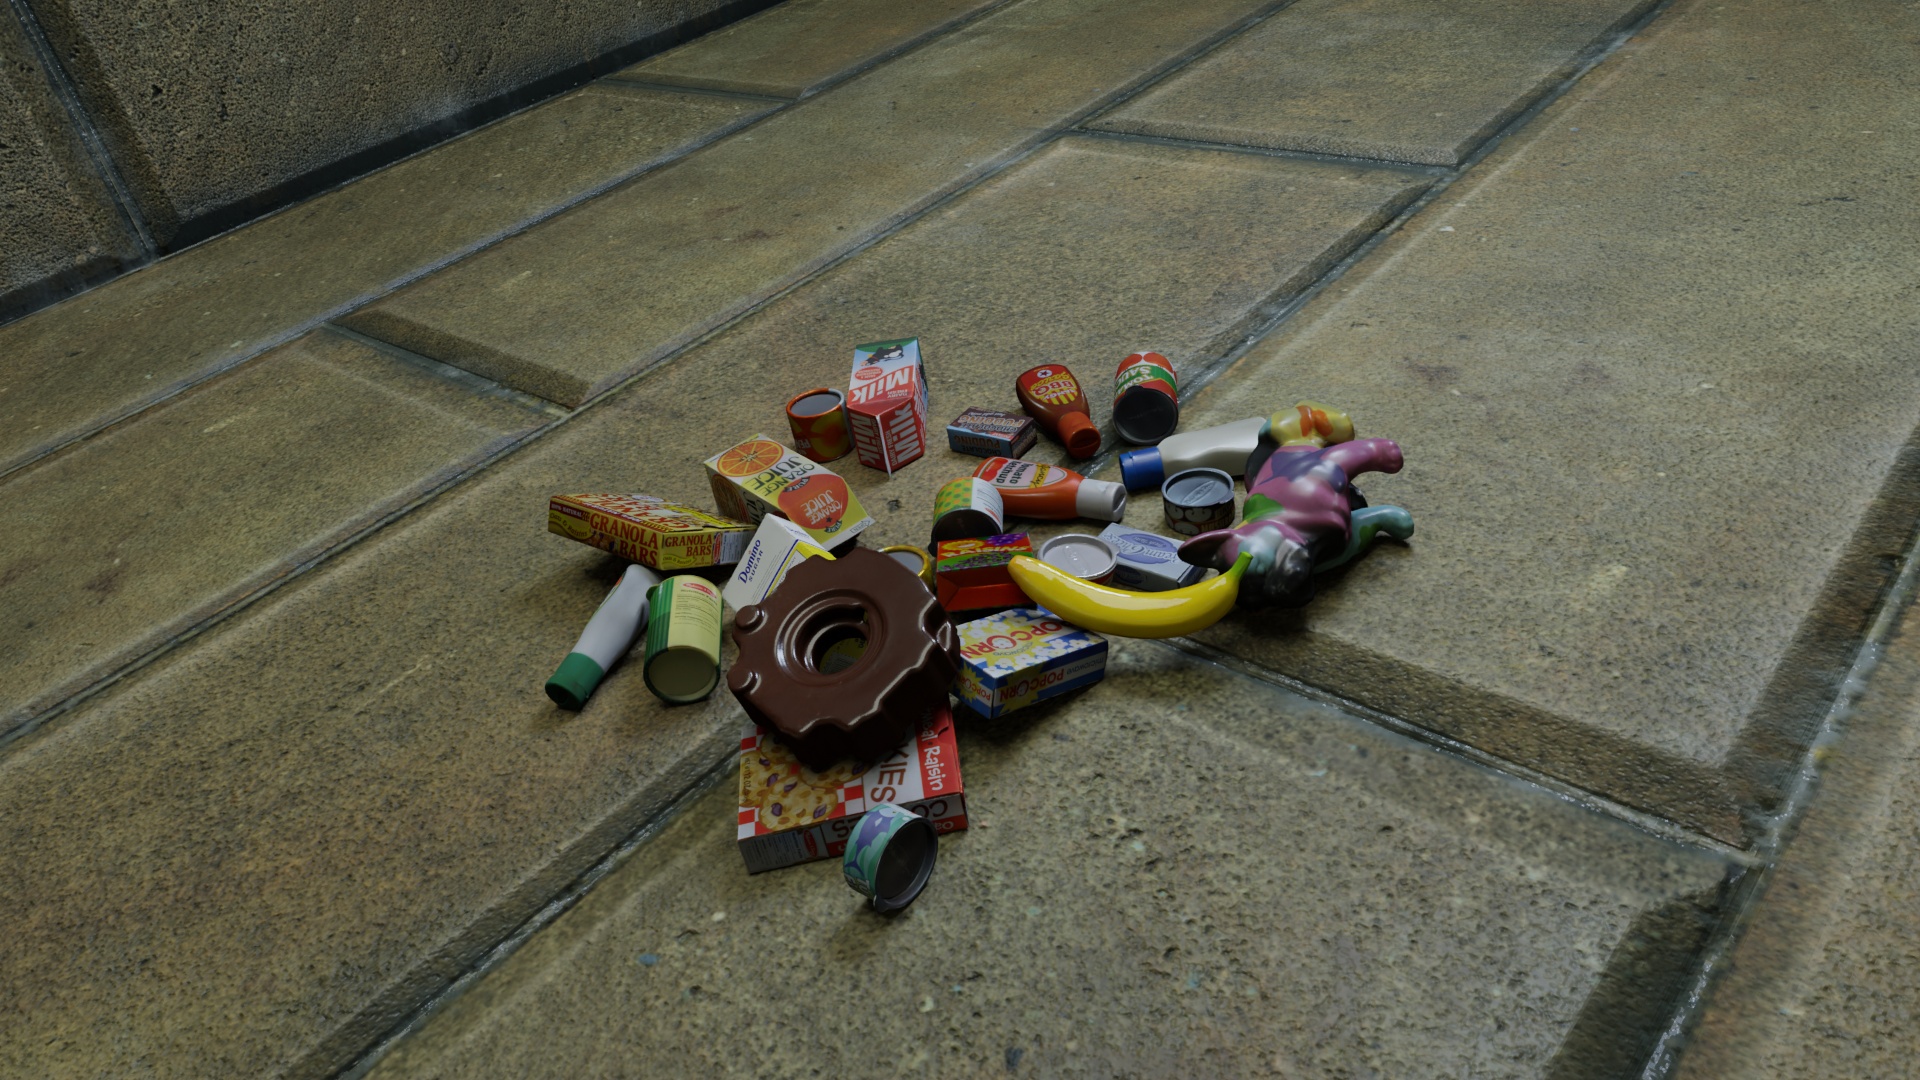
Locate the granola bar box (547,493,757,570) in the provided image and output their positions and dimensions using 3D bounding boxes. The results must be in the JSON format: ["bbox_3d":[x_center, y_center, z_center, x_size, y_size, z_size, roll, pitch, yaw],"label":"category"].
[{"bbox_3d":[-0.301,-0.012,1.356,0.165,0.039,0.124,15,12,34],"label":"granola bar box"}]

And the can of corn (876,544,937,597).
[{"bbox_3d":[-0.052,0.046,1.227,0.071,0.058,0.071,-8,34,5],"label":"can of corn"}]

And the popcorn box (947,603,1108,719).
[{"bbox_3d":[0.045,0.094,1.112,0.127,0.038,0.085,-14,30,-39],"label":"popcorn box"}]

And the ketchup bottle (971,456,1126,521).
[{"bbox_3d":[0.085,-0.046,1.335,0.149,0.043,0.065,10,39,28],"label":"ketchup bottle"}]

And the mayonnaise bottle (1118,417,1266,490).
[{"bbox_3d":[0.229,-0.081,1.345,0.148,0.041,0.065,-12,32,2],"label":"mayonnaise bottle"}]

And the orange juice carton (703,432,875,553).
[{"bbox_3d":[-0.167,-0.034,1.367,0.072,0.072,0.193,-32,39,-28],"label":"orange juice carton"}]

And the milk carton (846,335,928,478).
[{"bbox_3d":[-0.078,-0.145,1.505,0.073,0.072,0.191,-8,34,6],"label":"milk carton"}]

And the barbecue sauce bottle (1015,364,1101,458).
[{"bbox_3d":[0.107,-0.135,1.459,0.065,0.043,0.149,-16,34,-7],"label":"barbecue sauce bottle"}]

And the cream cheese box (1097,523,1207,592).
[{"bbox_3d":[0.163,0.017,1.234,0.104,0.024,0.053,16,43,36],"label":"cream cheese box"}]

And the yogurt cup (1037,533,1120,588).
[{"bbox_3d":[0.100,0.034,1.195,0.072,0.053,0.073,0,33,0],"label":"yogurt cup"}]

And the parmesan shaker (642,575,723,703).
[{"bbox_3d":[-0.245,0.086,1.218,0.071,0.071,0.103,-12,34,0],"label":"parmesan shaker"}]

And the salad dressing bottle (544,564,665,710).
[{"bbox_3d":[-0.319,0.087,1.253,0.044,0.064,0.148,31,49,-3],"label":"salad dressing bottle"}]

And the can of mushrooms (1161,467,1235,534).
[{"bbox_3d":[0.223,-0.036,1.286,0.071,0.033,0.071,-8,33,5],"label":"can of mushrooms"}]

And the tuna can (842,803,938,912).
[{"bbox_3d":[-0.050,0.220,0.964,0.033,0.070,0.071,16,42,36],"label":"tuna can"}]

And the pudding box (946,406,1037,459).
[{"bbox_3d":[0.032,-0.111,1.459,0.084,0.030,0.050,15,43,34],"label":"pudding box"}]

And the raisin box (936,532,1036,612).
[{"bbox_3d":[0.023,0.027,1.210,0.086,0.040,0.123,-7,12,1],"label":"raisin box"}]

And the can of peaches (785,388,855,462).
[{"bbox_3d":[-0.154,-0.125,1.511,0.071,0.057,0.071,-8,34,5],"label":"can of peaches"}]

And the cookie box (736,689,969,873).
[{"bbox_3d":[-0.083,0.179,1.056,0.167,0.040,0.123,-12,33,0],"label":"cookie box"}]

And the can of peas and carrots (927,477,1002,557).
[{"bbox_3d":[0.005,-0.016,1.296,0.071,0.070,0.059,-7,33,7],"label":"can of peas and carrots"}]

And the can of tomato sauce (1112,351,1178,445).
[{"bbox_3d":[0.189,-0.149,1.430,0.071,0.070,0.083,-5,34,11],"label":"can of tomato sauce"}]
